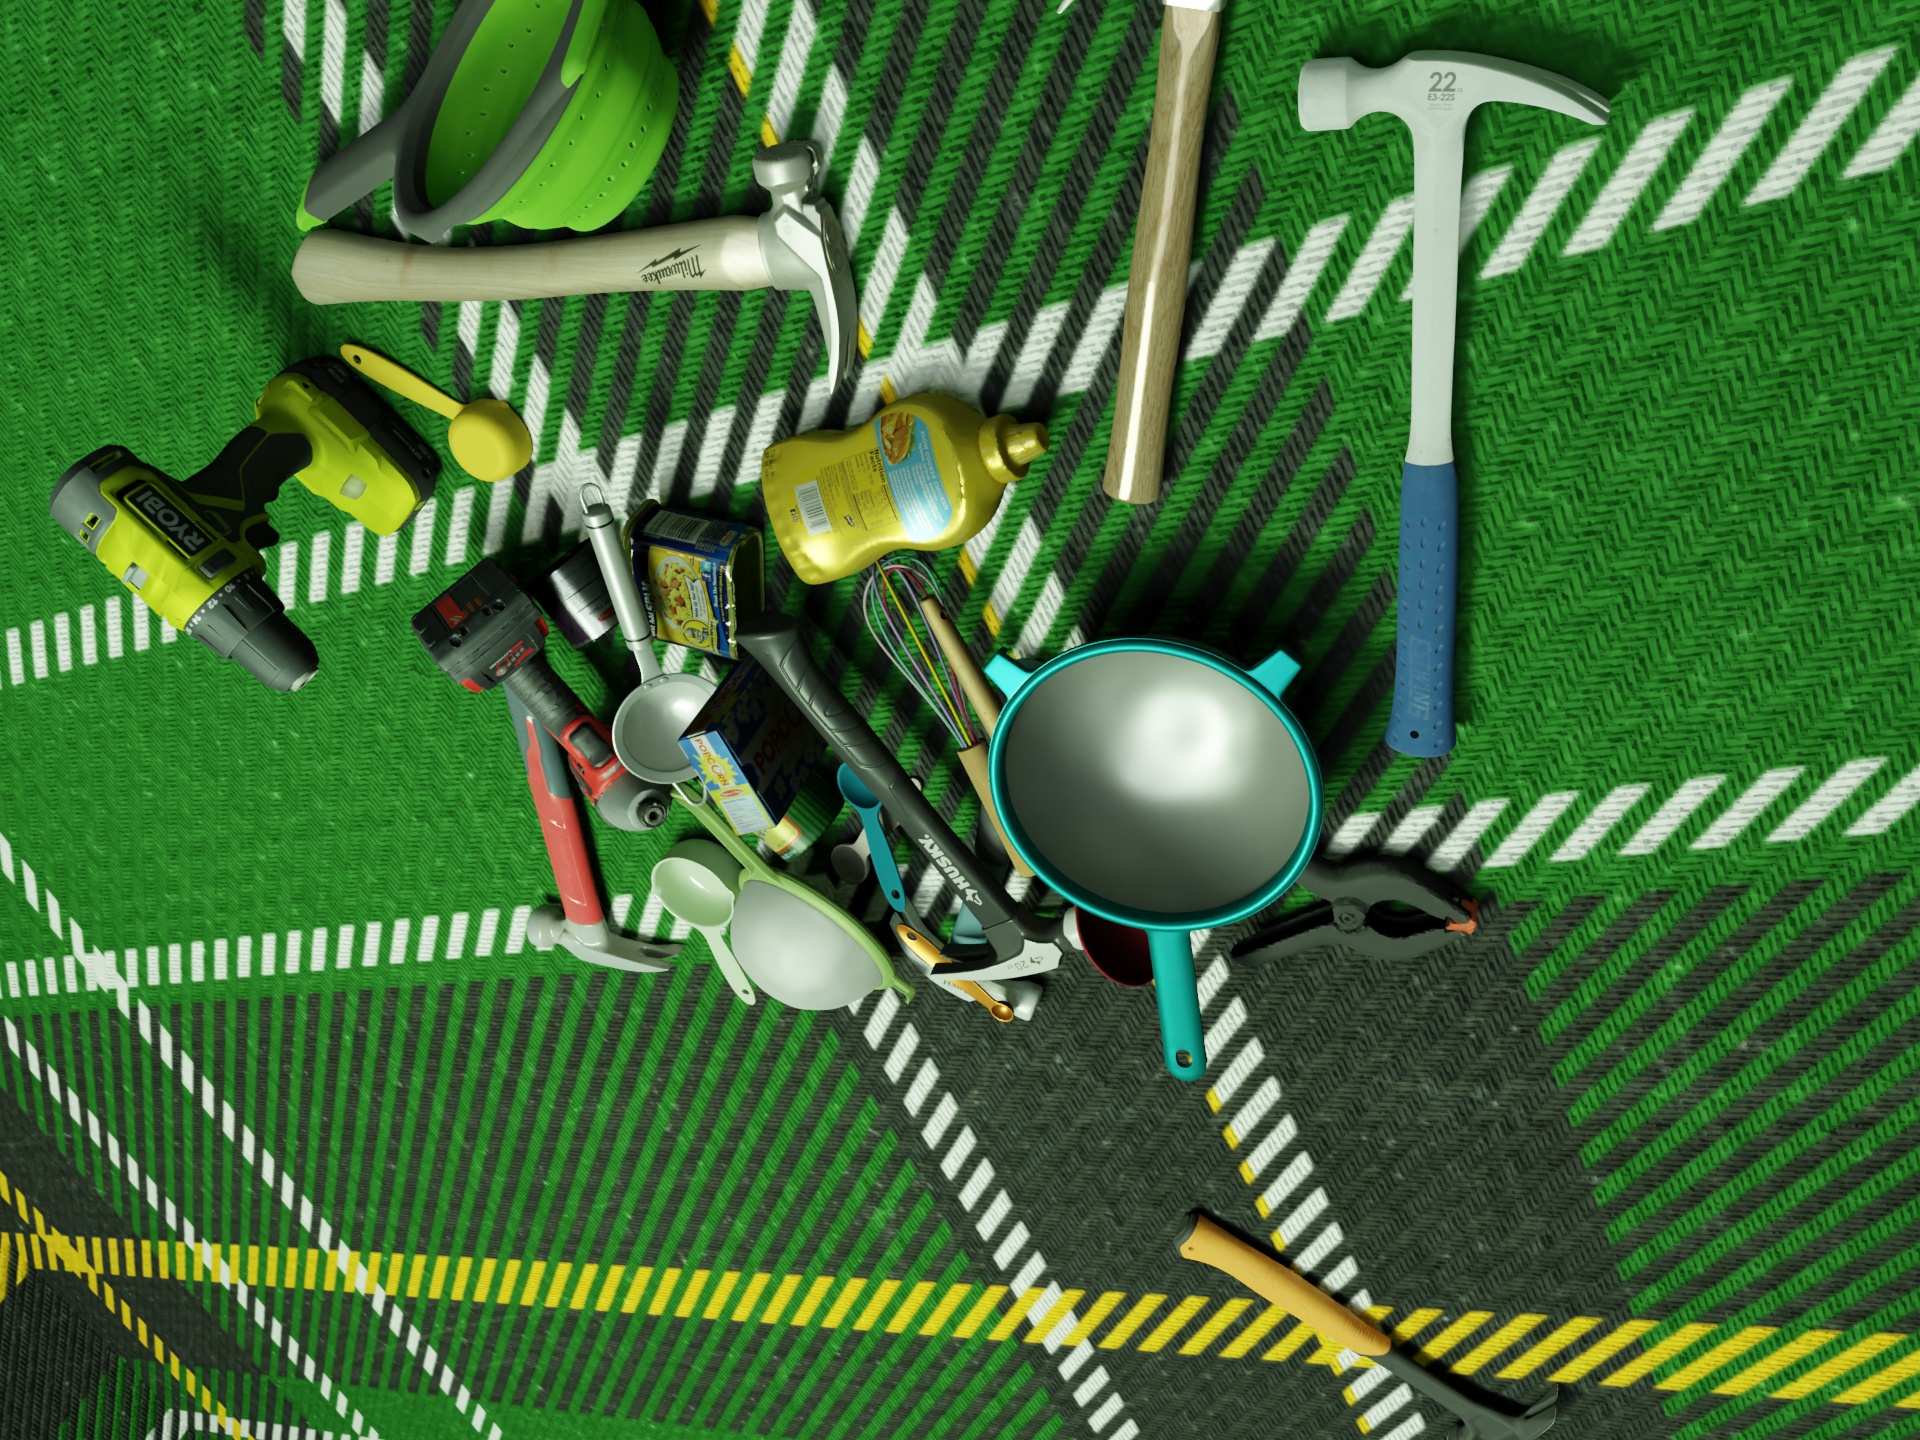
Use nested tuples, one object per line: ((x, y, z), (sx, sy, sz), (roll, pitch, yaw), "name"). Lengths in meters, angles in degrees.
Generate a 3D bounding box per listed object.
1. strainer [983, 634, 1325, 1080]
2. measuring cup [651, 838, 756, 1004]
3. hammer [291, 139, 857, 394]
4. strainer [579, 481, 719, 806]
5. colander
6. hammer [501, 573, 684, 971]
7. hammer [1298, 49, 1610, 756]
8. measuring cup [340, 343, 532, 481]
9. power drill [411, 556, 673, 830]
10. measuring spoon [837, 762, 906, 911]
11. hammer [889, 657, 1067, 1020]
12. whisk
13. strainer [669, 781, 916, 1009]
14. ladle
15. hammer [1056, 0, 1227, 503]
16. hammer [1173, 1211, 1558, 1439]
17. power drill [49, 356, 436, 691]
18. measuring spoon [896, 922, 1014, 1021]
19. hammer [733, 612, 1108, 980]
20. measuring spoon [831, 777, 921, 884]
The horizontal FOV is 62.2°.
((0.141, 0.080, 1.051), (0.211, 0.095, 0.340), (0, 119, 19), "strainer")
((-0.200, 0.168, 1.337), (0.083, 0.038, 0.167), (-2, 125, 27), "measuring cup")
((-0.259, -0.281, 1.022), (0.411, 0.038, 0.146), (5, 128, 23), "hammer")
((-0.218, -0.051, 1.095), (0.050, 0.087, 0.258), (49, 156, 49), "strainer")
((-0.280, -0.340, 0.947), (0.094, 0.205, 0.397), (24, 162, -40), "colander")
((-0.325, 0.054, 1.308), (0.143, 0.038, 0.386), (10, 128, 18), "hammer")
((0.262, -0.152, 0.867), (0.144, 0.035, 0.405), (6, 127, 22), "hammer")
((-0.378, -0.221, 1.128), (0.156, 0.029, 0.062), (30, 132, 0), "measuring cup")
((-0.294, -0.006, 1.168), (0.219, 0.078, 0.143), (54, 169, -31), "power drill")
((-0.058, 0.084, 1.200), (0.042, 0.021, 0.128), (-2, 113, 35), "measuring spoon")
((0.027, 0.090, 1.169), (0.128, 0.033, 0.330), (20, 131, 9), "hammer")
((-0.001, -0.004, 1.079), (0.047, 0.051, 0.245), (-7, 112, 60), "whisk")
((-0.155, 0.150, 1.222), (0.151, 0.069, 0.256), (8, 145, 46), "strainer")
((0.052, 0.051, 1.076), (0.031, 0.069, 0.315), (-11, 116, 46), "ladle")
((0.108, -0.266, 0.858), (0.130, 0.031, 0.331), (16, 130, 14), "hammer")
((0.332, 0.514, 1.344), (0.337, 0.034, 0.127), (32, 133, 0), "hammer")
((-0.473, -0.139, 1.103), (0.190, 0.229, 0.080), (45, 131, -11), "power drill")
((-0.003, 0.193, 1.235), (0.117, 0.011, 0.021), (40, 133, -4), "measuring spoon")
((-0.045, 0.058, 1.130), (0.146, 0.035, 0.334), (-26, 112, 35), "hammer")
((-0.060, 0.082, 1.220), (0.034, 0.018, 0.124), (46, 126, 9), "measuring spoon")
